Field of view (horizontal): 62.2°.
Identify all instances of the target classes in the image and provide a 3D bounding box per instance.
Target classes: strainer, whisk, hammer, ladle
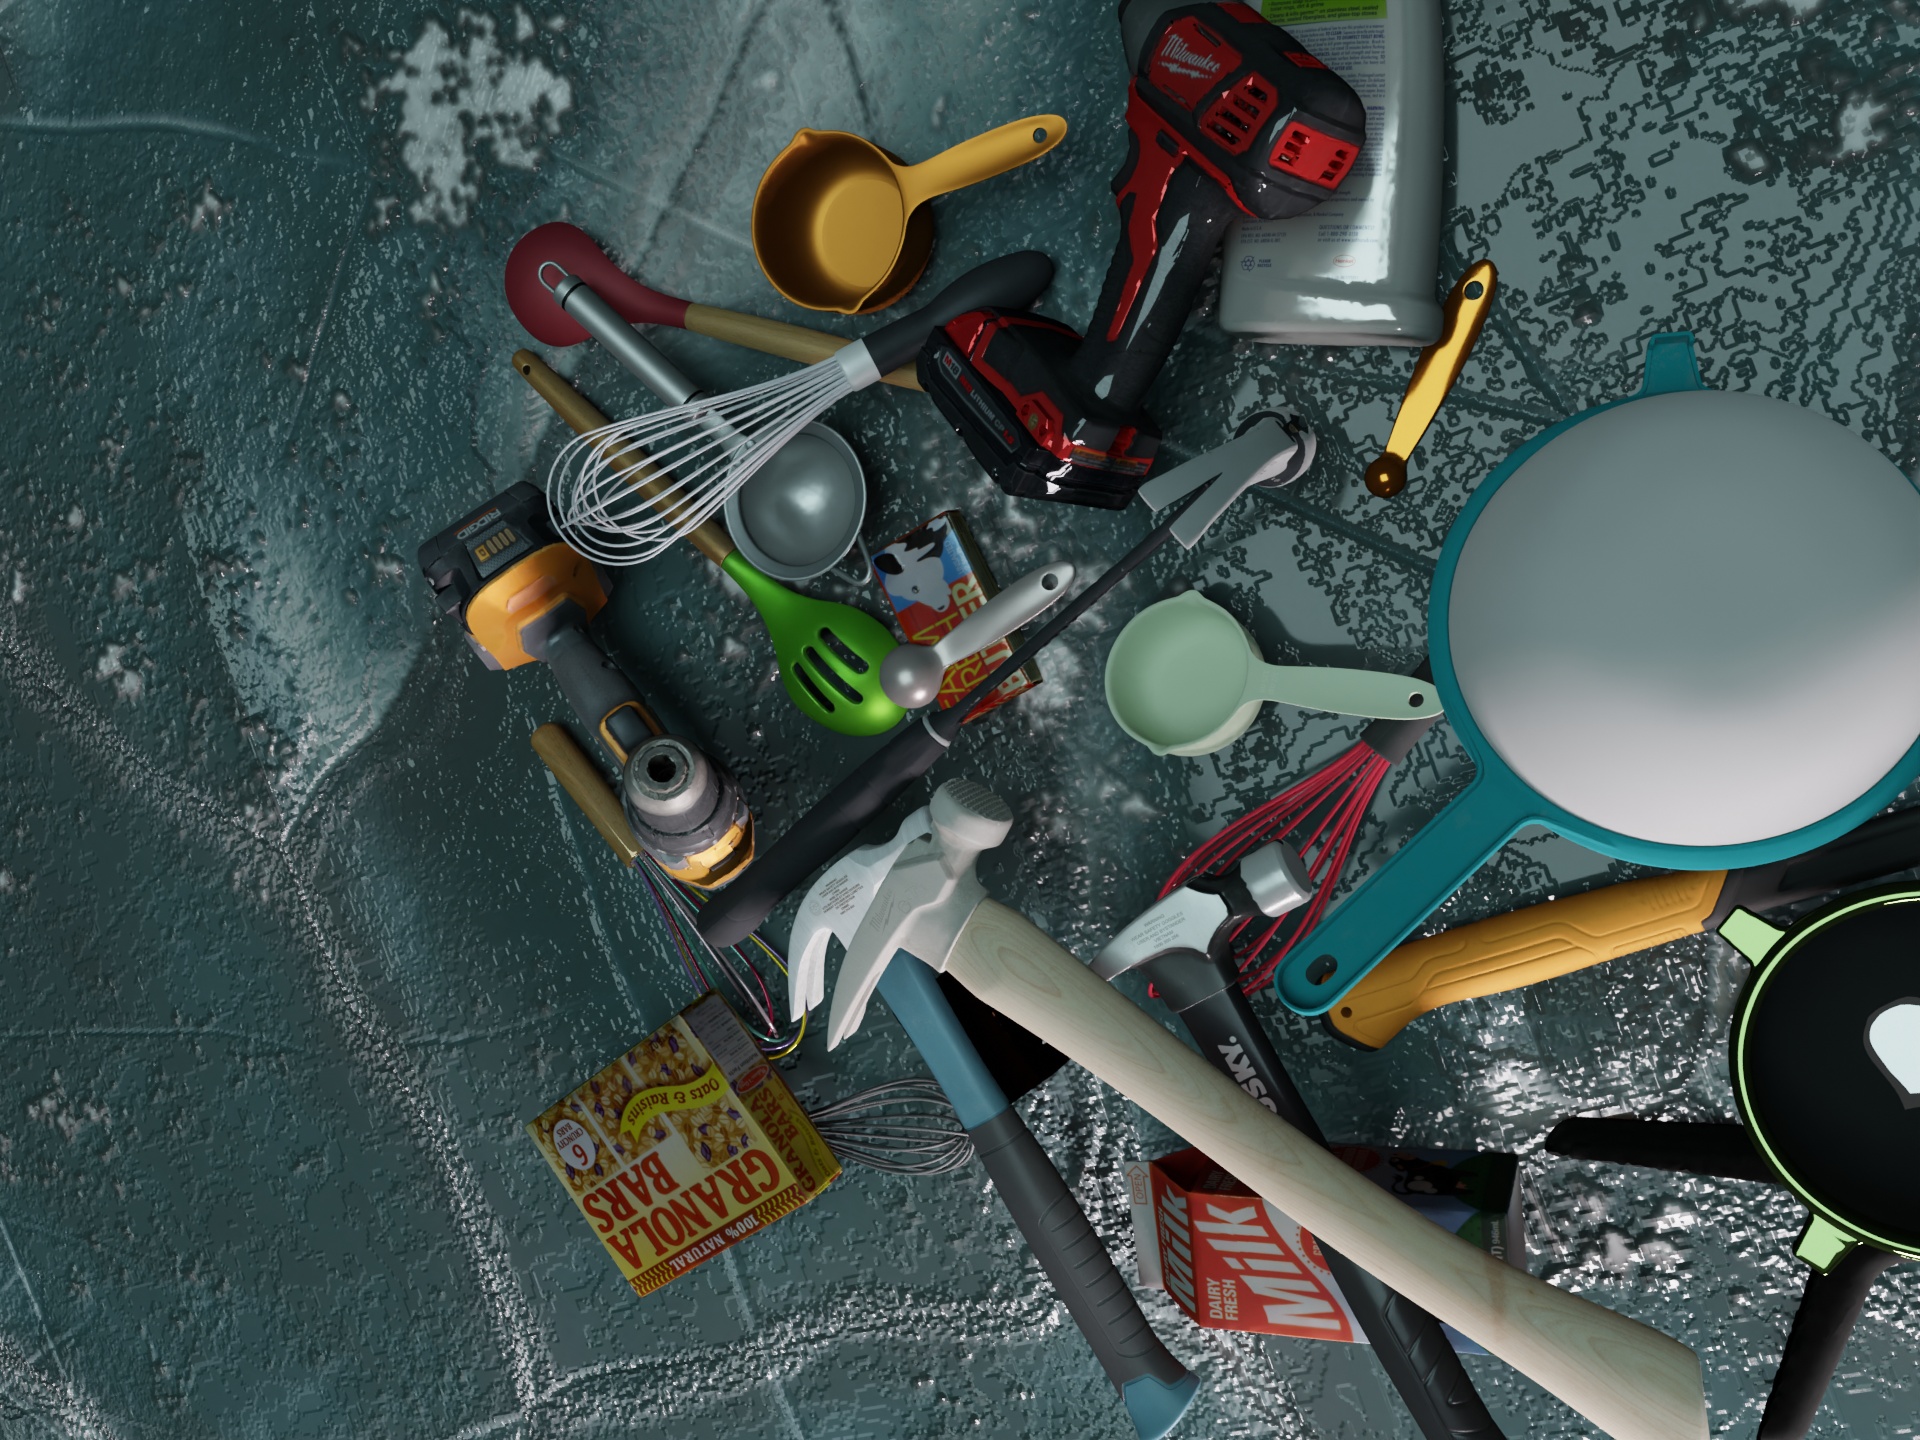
[{"bbox_3d":[0.250,-0.007,0.638,0.340,0.095,0.211,-44,69,1],"label":"strainer"},{"bbox_3d":[-0.081,-0.165,0.803,0.284,0.070,0.070,-28,87,2],"label":"whisk"},{"bbox_3d":[0.318,0.077,0.722,0.337,0.034,0.127,-23,90,24],"label":"hammer"},{"bbox_3d":[0.168,0.231,0.727,0.146,0.035,0.335,-32,84,23],"label":"hammer"},{"bbox_3d":[-0.001,-0.002,0.775,0.409,0.149,0.036,-41,87,29],"label":"hammer"},{"bbox_3d":[0.127,0.195,0.701,0.411,0.038,0.146,33,109,15],"label":"hammer"},{"bbox_3d":[-0.176,0.098,0.928,0.245,0.051,0.047,49,118,12],"label":"whisk"},{"bbox_3d":[0.022,0.213,0.810,0.128,0.033,0.331,-34,85,24],"label":"hammer"},{"bbox_3d":[0.444,0.126,0.630,0.256,0.069,0.151,-14,84,23],"label":"strainer"},{"bbox_3d":[-0.134,-0.164,0.858,0.258,0.050,0.087,43,109,6],"label":"strainer"},{"bbox_3d":[-0.124,-0.213,0.867,0.315,0.031,0.069,18,108,18],"label":"ladle"},{"bbox_3d":[-0.094,0.235,0.913,0.239,0.055,0.055,-8,95,27],"label":"whisk"},{"bbox_3d":[0.186,0.029,0.758,0.073,0.073,0.296,42,106,12],"label":"whisk"}]

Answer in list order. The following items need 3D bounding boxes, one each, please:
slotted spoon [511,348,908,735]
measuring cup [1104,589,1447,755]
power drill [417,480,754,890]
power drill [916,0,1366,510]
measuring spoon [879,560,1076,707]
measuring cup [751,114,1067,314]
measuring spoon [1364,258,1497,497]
[{"bbox_3d":[-0.148,-0.106,0.893,0.314,0.031,0.070,44,112,12],"label":"slotted spoon"},{"bbox_3d":[0.151,-0.014,0.758,0.168,0.038,0.083,8,81,31],"label":"measuring cup"},{"bbox_3d":[-0.192,-0.016,0.844,0.084,0.185,0.226,-36,80,-10],"label":"power drill"},{"bbox_3d":[0.074,-0.216,0.716,0.219,0.078,0.143,-57,49,32],"label":"power drill"},{"bbox_3d":[0.007,-0.045,0.813,0.124,0.018,0.034,-33,85,21],"label":"measuring spoon"},{"bbox_3d":[-0.020,-0.263,0.802,0.173,0.052,0.095,-15,92,22],"label":"measuring cup"},{"bbox_3d":[0.218,-0.158,0.739,0.021,0.011,0.117,28,108,17],"label":"measuring spoon"}]
